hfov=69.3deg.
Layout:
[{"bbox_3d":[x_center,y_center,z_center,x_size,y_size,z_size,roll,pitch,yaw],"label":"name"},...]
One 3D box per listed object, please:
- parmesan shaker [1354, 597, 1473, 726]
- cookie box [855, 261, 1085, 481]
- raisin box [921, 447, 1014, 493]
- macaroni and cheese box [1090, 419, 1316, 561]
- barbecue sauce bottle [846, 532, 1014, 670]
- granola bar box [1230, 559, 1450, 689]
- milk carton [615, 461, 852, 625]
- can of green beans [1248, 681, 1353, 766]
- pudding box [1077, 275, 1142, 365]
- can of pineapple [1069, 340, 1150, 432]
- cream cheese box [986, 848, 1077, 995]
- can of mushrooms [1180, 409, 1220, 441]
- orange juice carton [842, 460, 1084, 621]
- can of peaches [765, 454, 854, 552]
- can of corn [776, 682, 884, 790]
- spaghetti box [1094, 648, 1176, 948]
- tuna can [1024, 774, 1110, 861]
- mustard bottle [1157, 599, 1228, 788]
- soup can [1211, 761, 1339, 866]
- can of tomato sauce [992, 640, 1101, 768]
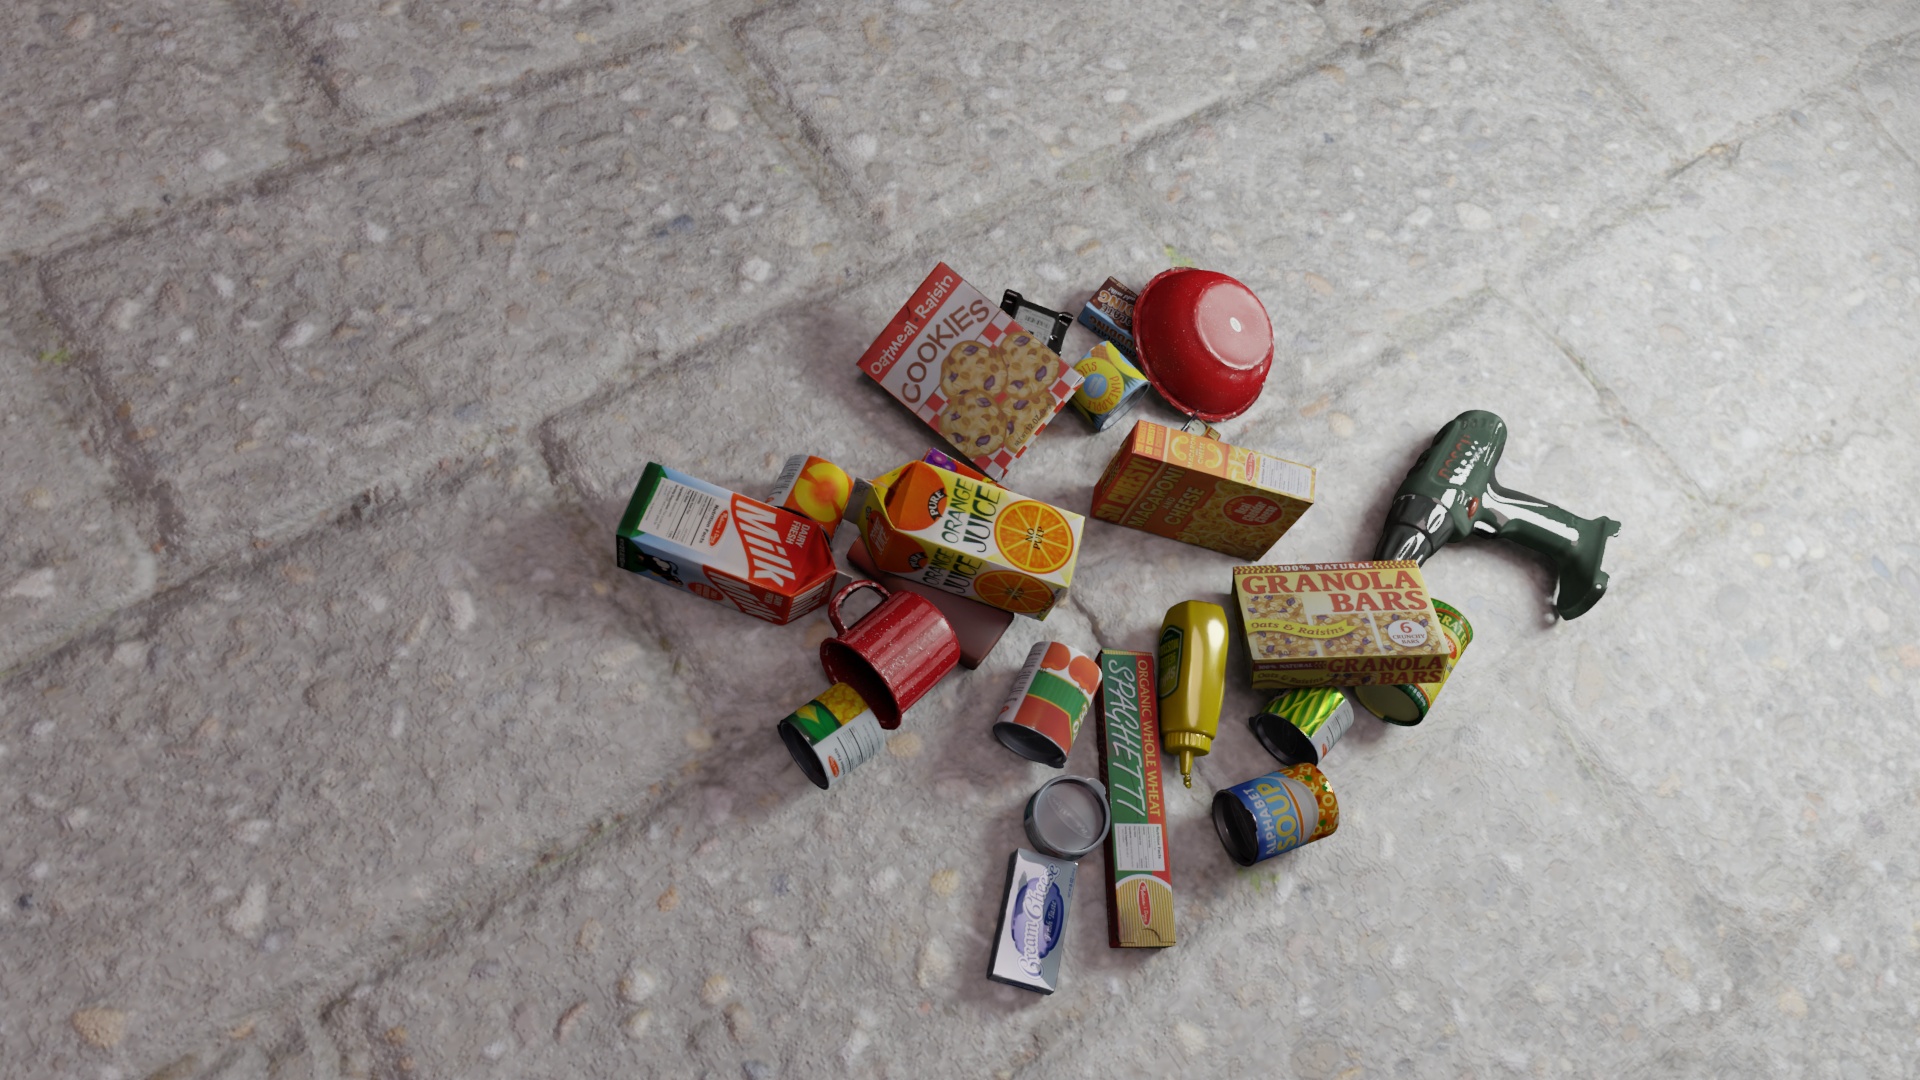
[{"bbox_3d":[0.413,0.112,1.258,0.071,0.071,0.103,38,64,5],"label":"parmesan shaker"},{"bbox_3d":[0.009,-0.153,1.261,0.167,0.040,0.123,40,96,6],"label":"cookie box"},{"bbox_3d":[0.004,-0.015,1.231,0.123,0.040,0.086,29,64,1],"label":"raisin box"},{"bbox_3d":[0.215,-0.043,1.247,0.166,0.123,0.040,15,61,-6],"label":"macaroni and cheese box"},{"bbox_3d":[-0.029,0.044,1.193,0.148,0.043,0.065,37,62,5],"label":"barbecue sauce bottle"},{"bbox_3d":[0.329,0.073,1.222,0.166,0.038,0.125,-2,39,2],"label":"granola bar box"},{"bbox_3d":[-0.183,0.011,1.155,0.191,0.072,0.074,20,63,-3],"label":"milk carton"},{"bbox_3d":[0.299,0.157,1.209,0.071,0.071,0.058,45,64,8],"label":"can of green beans"},{"bbox_3d":[0.163,-0.215,1.364,0.084,0.030,0.050,37,64,5],"label":"pudding box"},{"bbox_3d":[0.135,-0.145,1.304,0.071,0.070,0.058,-39,79,-25],"label":"can of pineapple"},{"bbox_3d":[0.057,0.303,1.108,0.053,0.024,0.104,16,63,-5],"label":"cream cheese box"},{"bbox_3d":[0.212,-0.085,1.296,0.033,0.070,0.071,38,63,4],"label":"can of mushrooms"},{"bbox_3d":[-0.002,-0.005,1.159,0.193,0.071,0.073,18,59,-6],"label":"orange juice carton"},{"bbox_3d":[-0.129,-0.031,1.192,0.071,0.071,0.058,24,63,-2],"label":"can of peaches"},{"bbox_3d":[-0.104,0.155,1.114,0.058,0.071,0.071,-33,77,-25],"label":"can of corn"},{"bbox_3d":[0.144,0.213,1.166,0.050,0.028,0.251,4,65,-12],"label":"spaghetti box"},{"bbox_3d":[0.089,0.227,1.144,0.071,0.032,0.071,5,65,-11],"label":"tuna can"},{"bbox_3d":[0.198,0.133,1.198,0.049,0.065,0.161,13,67,-14],"label":"mustard bottle"},{"bbox_3d":[0.266,0.228,1.165,0.084,0.071,0.071,-15,71,-19],"label":"soup can"},{"bbox_3d":[0.075,0.137,1.164,0.071,0.071,0.083,28,62,0],"label":"can of tomato sauce"}]
